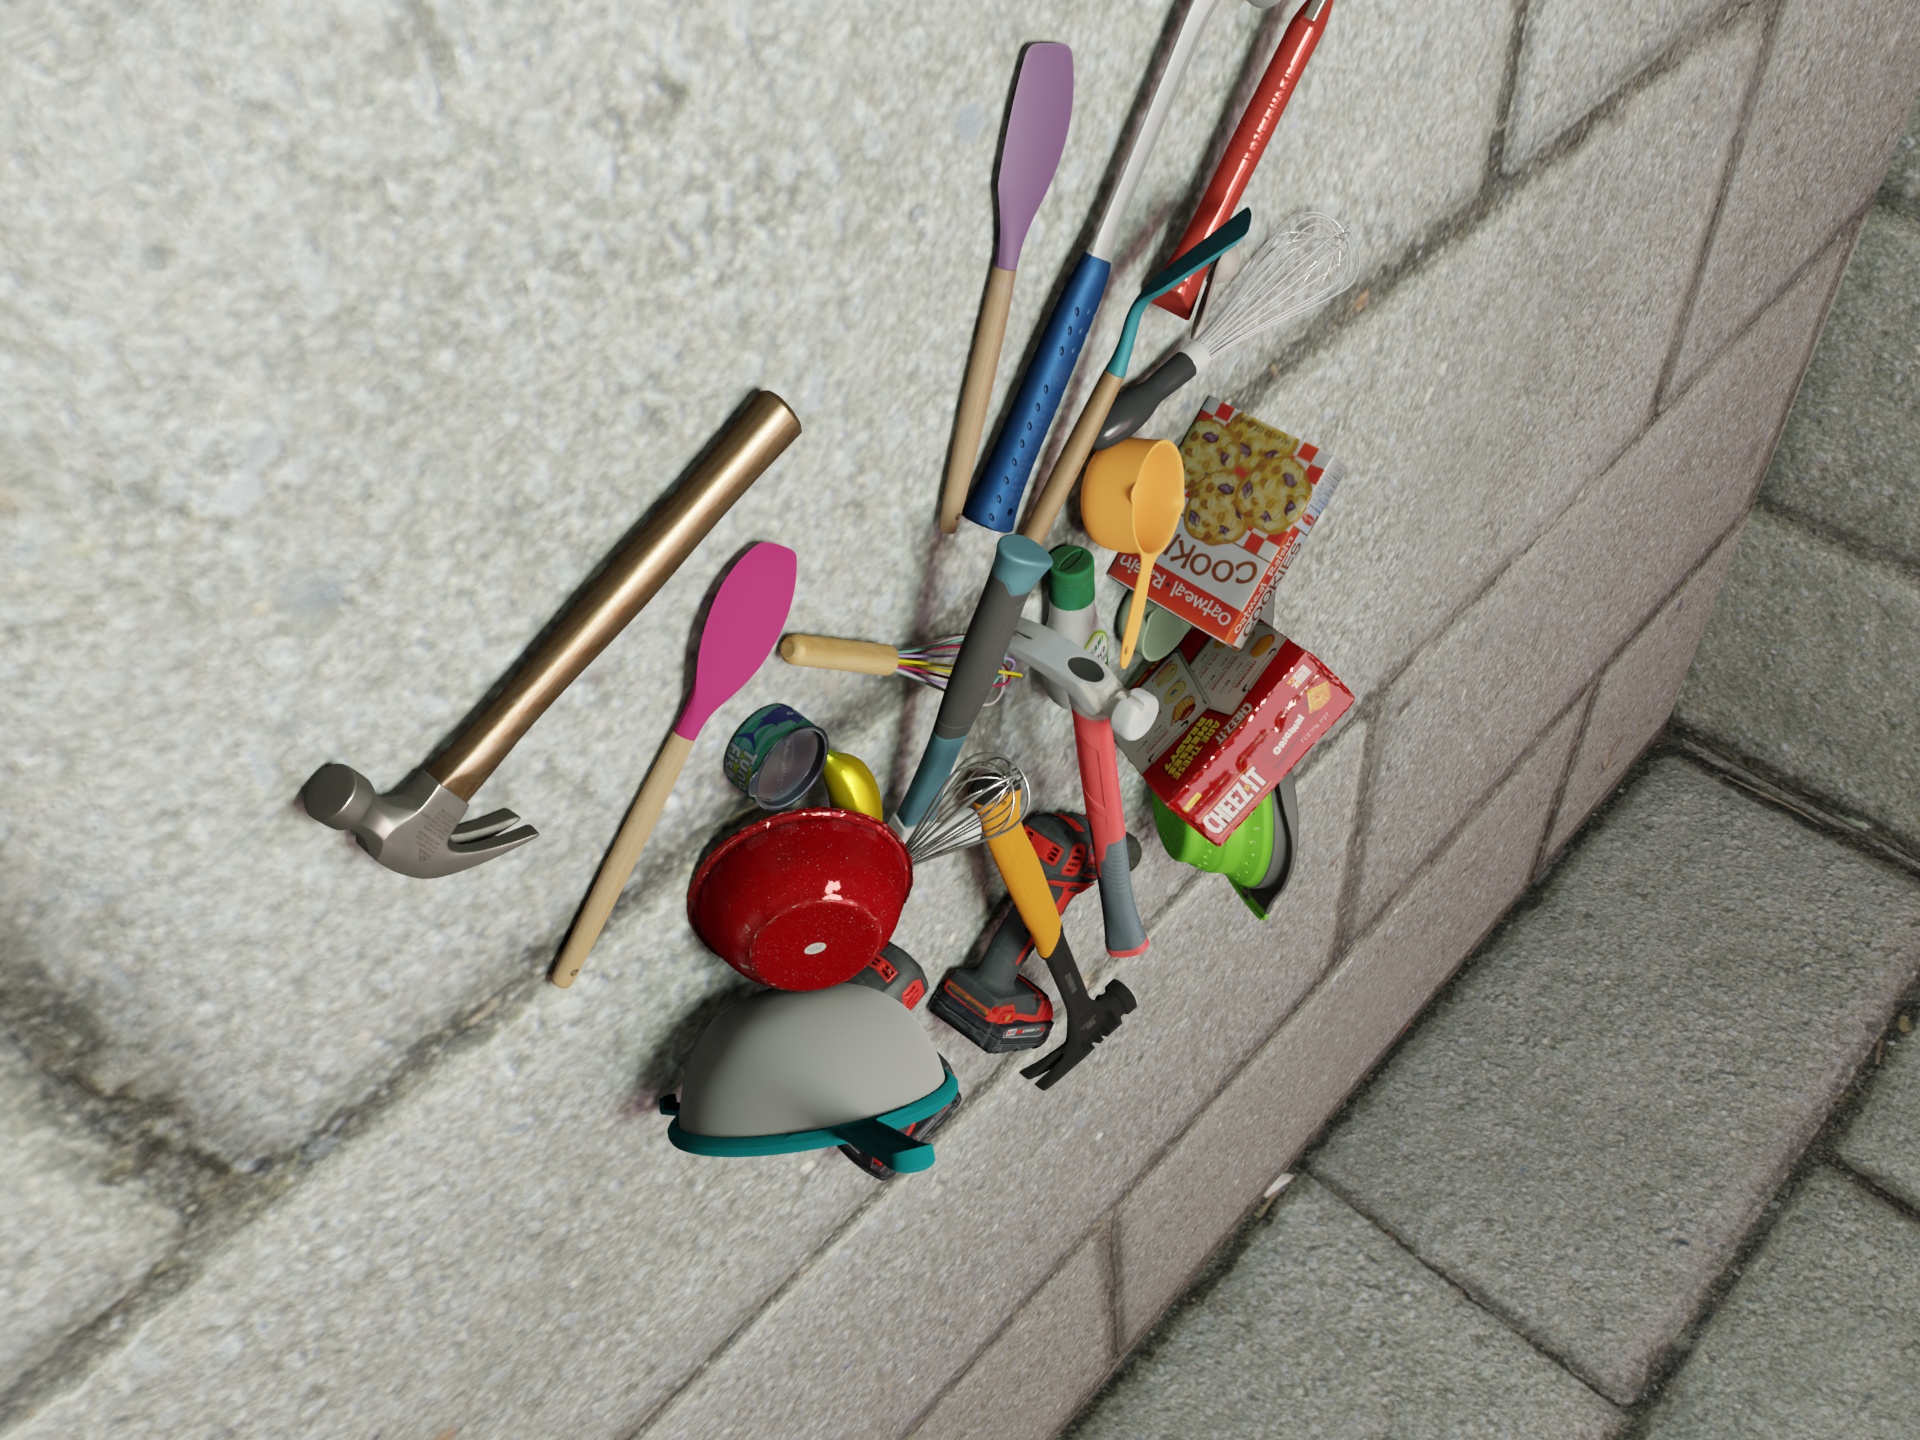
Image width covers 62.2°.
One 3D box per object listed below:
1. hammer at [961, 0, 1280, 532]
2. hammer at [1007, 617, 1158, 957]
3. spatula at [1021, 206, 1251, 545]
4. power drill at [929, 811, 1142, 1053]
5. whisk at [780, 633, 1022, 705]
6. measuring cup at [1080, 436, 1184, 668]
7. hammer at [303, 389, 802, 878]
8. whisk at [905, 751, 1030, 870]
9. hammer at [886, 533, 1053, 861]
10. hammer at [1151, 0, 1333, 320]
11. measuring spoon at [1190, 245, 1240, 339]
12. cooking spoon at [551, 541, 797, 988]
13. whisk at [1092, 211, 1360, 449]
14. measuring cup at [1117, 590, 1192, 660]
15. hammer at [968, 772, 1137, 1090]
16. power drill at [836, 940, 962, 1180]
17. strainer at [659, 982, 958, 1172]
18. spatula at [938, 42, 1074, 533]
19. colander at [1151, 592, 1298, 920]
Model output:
[{"bbox_3d":[0.090,-0.313,1.033,0.144,0.035,0.405,-5,123,-54],"label":"hammer"},{"bbox_3d":[0.109,0.075,1.323,0.038,0.143,0.385,-41,145,-21],"label":"hammer"},{"bbox_3d":[0.106,-0.215,1.108,0.082,0.044,0.317,-73,-171,-59],"label":"spatula"},{"bbox_3d":[0.082,0.191,1.484,0.187,0.080,0.226,12,106,-58],"label":"power drill"},{"bbox_3d":[-0.034,-0.042,1.115,0.244,0.047,0.051,4,117,-53],"label":"whisk"},{"bbox_3d":[0.120,-0.128,1.202,0.095,0.052,0.173,-4,106,-59],"label":"measuring cup"},{"bbox_3d":[-0.202,-0.050,0.873,0.331,0.031,0.129,-50,150,-10],"label":"hammer"},{"bbox_3d":[-0.038,0.101,1.162,0.246,0.059,0.058,-40,174,33],"label":"whisk"},{"bbox_3d":[-0.002,-0.004,1.132,0.128,0.033,0.330,-14,145,-32],"label":"hammer"},{"bbox_3d":[0.221,-0.443,1.070,0.359,0.037,0.149,-64,176,25],"label":"hammer"},{"bbox_3d":[0.183,-0.304,1.137,0.034,0.018,0.124,-58,-173,47],"label":"measuring spoon"},{"bbox_3d":[-0.184,0.031,0.993,0.068,0.017,0.319,12,109,-58],"label":"cooking spoon"},{"bbox_3d":[0.198,-0.290,1.196,0.284,0.070,0.070,-41,148,-15],"label":"whisk"},{"bbox_3d":[0.185,-0.132,1.350,0.083,0.038,0.167,4,114,-57],"label":"measuring cup"},{"bbox_3d":[0.064,0.177,1.365,0.127,0.034,0.336,-39,131,-20],"label":"hammer"},{"bbox_3d":[-0.079,0.295,1.354,0.143,0.079,0.219,-42,145,-22],"label":"power drill"},{"bbox_3d":[-0.089,0.235,1.090,0.211,0.340,0.095,-8,89,-21],"label":"strainer"},{"bbox_3d":[0.024,-0.262,1.006,0.060,0.018,0.315,-22,135,-46],"label":"spatula"},{"bbox_3d":[0.243,0.003,1.509,0.094,0.205,0.396,-6,114,-11],"label":"colander"}]
